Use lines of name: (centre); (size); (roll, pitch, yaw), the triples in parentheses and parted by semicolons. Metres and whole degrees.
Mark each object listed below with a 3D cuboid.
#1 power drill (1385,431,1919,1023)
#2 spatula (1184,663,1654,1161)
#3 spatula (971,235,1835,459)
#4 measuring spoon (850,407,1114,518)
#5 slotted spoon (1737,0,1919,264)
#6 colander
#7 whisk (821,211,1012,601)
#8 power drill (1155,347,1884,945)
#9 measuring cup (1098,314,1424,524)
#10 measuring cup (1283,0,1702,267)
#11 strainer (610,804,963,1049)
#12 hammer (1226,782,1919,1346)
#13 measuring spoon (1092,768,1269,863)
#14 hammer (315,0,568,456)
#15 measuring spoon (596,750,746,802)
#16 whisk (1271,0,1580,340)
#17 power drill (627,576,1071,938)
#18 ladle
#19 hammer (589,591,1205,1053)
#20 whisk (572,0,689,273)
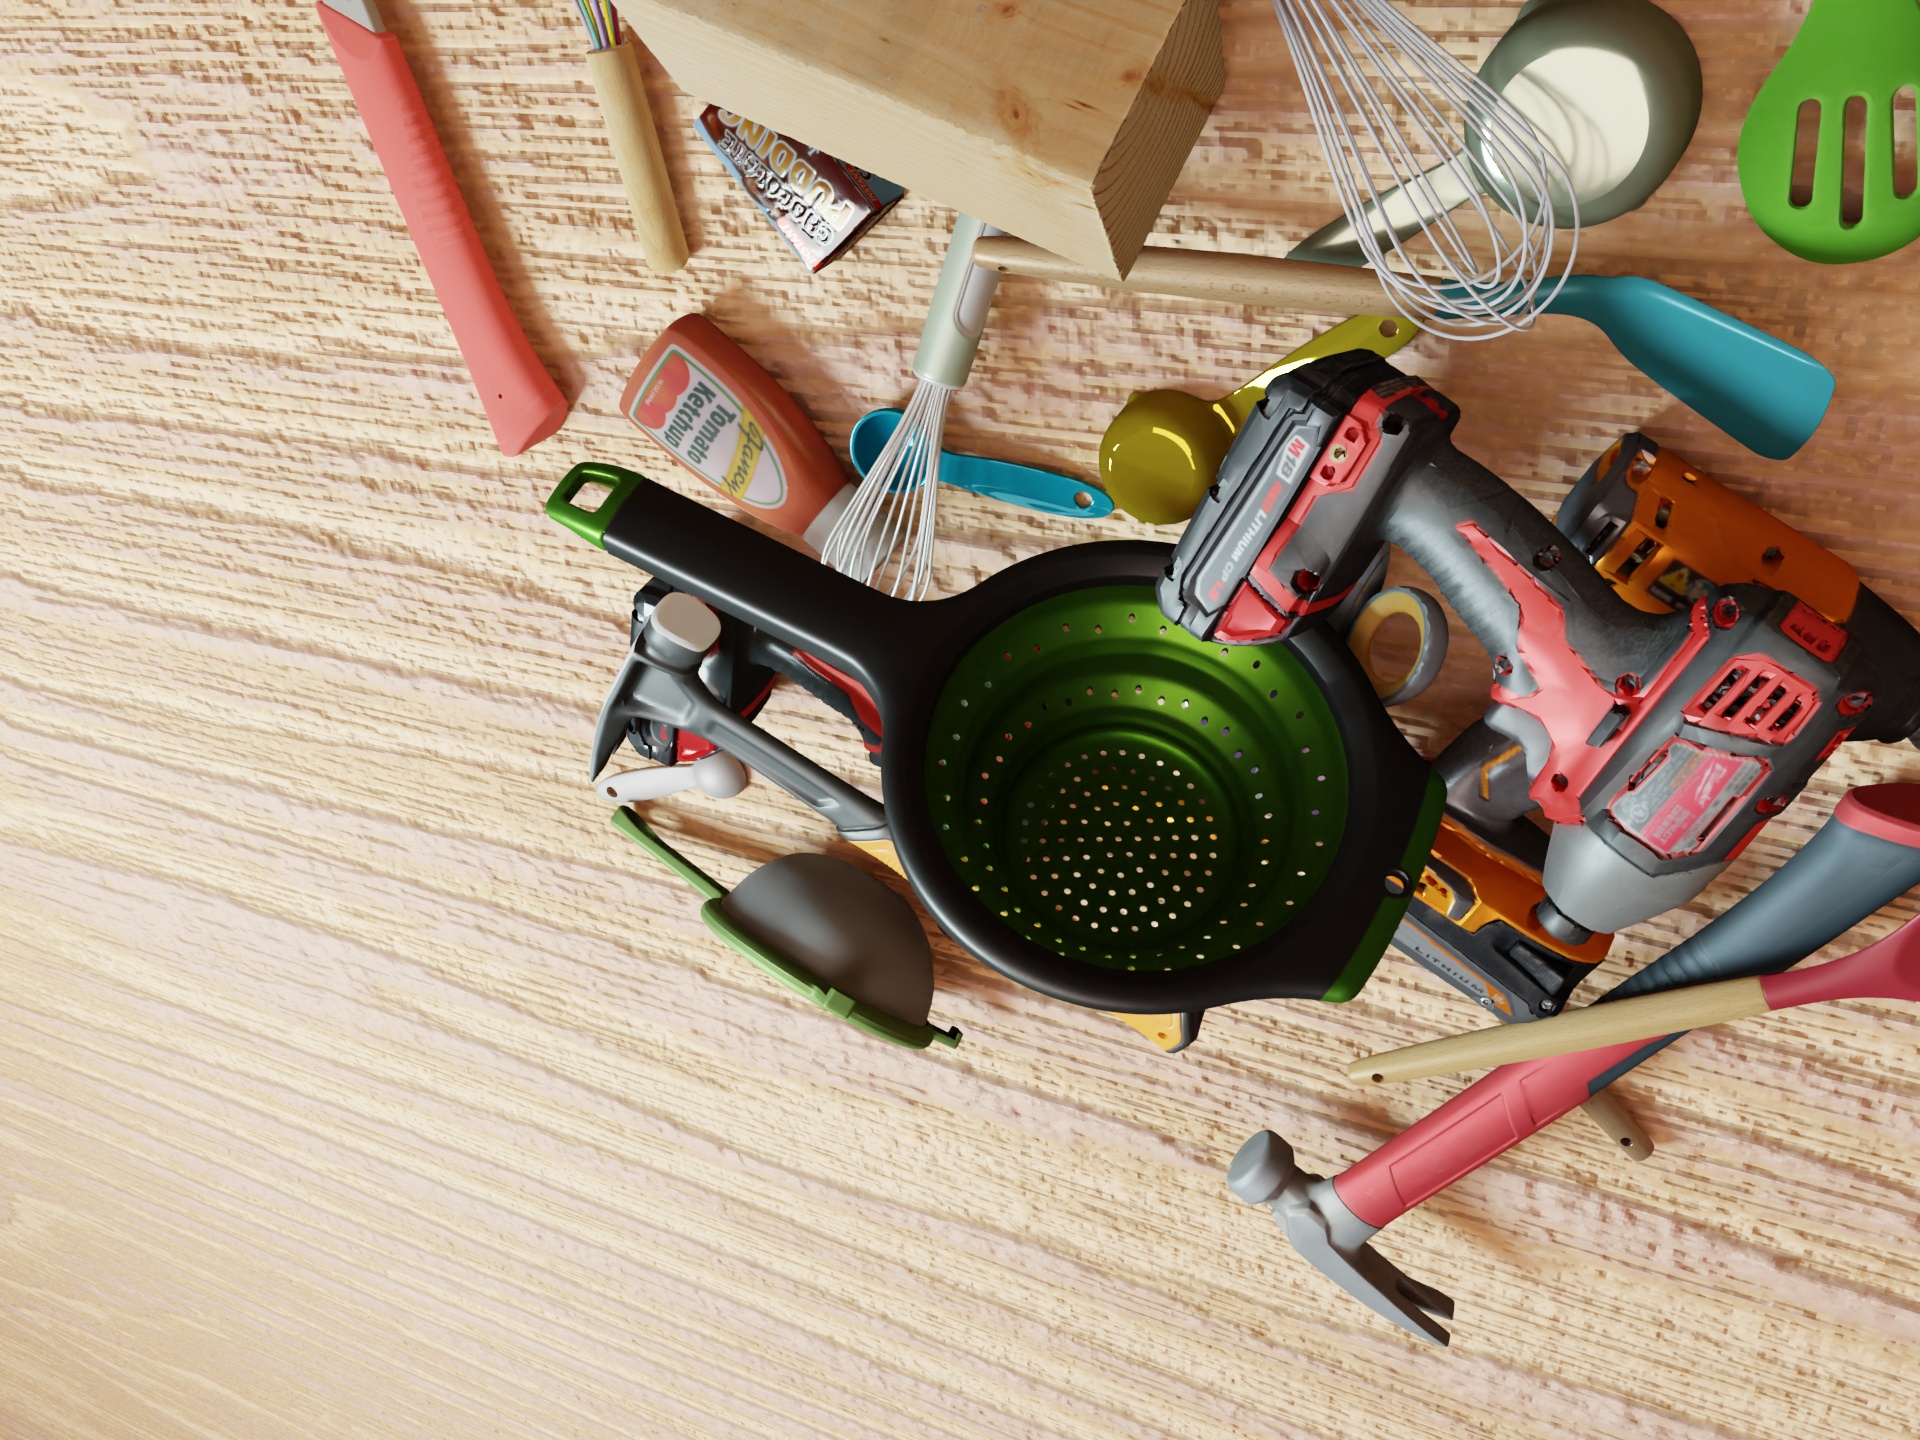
power drill: (0.266, 0.018, 0.640); (0.164, 0.084, 0.226); (34, 126, 6)
spatula: (0.227, 0.093, 0.756); (0.316, 0.018, 0.059); (48, 123, -5)
spatula: (0.151, -0.152, 0.597); (0.317, 0.082, 0.044); (12, 82, 18)
measuring spoon: (0.012, -0.119, 0.745); (0.128, 0.021, 0.042); (16, 127, 9)
slotted spoon: (0.266, -0.289, 0.472); (0.070, 0.031, 0.313); (1, 119, 30)
colander: (-0.001, -0.002, 0.684); (0.397, 0.204, 0.094); (27, 158, 12)
whisk: (-0.012, -0.143, 0.697); (0.059, 0.057, 0.246); (42, 124, 38)
power drill: (0.188, -0.025, 0.572); (0.220, 0.078, 0.143); (39, 124, 19)
measuring cup: (0.121, -0.129, 0.660); (0.156, 0.029, 0.062); (-26, 105, 41)
measuring cup: (0.180, -0.194, 0.576); (0.167, 0.038, 0.083); (-24, 106, 38)
strainer: (-0.105, 0.095, 0.922); (0.257, 0.069, 0.151); (31, 178, 31)
hammer: (0.295, 0.164, 0.728); (0.143, 0.038, 0.386); (39, 126, -2)
measuring spoon: (0.117, 0.046, 0.796); (0.117, 0.011, 0.021); (23, 130, 20)
hammer: (-0.286, -0.301, 0.778); (0.149, 0.037, 0.358); (-2, 119, 31)
measuring spoon: (-0.180, 0.040, 0.956); (0.124, 0.018, 0.034); (-10, 115, 36)
whisk: (0.117, -0.252, 0.540); (0.070, 0.070, 0.284); (-34, 84, 41)
power drill: (-0.057, 0.012, 0.832); (0.227, 0.080, 0.187); (21, 129, 13)
ladle: (0.306, 0.120, 0.657); (0.315, 0.031, 0.069); (-20, 108, 33)
hammer: (-0.026, 0.069, 0.791); (0.337, 0.034, 0.127); (33, 136, -5)
whisk: (-0.159, -0.315, 0.691); (0.047, 0.051, 0.244); (2, 125, 22)
